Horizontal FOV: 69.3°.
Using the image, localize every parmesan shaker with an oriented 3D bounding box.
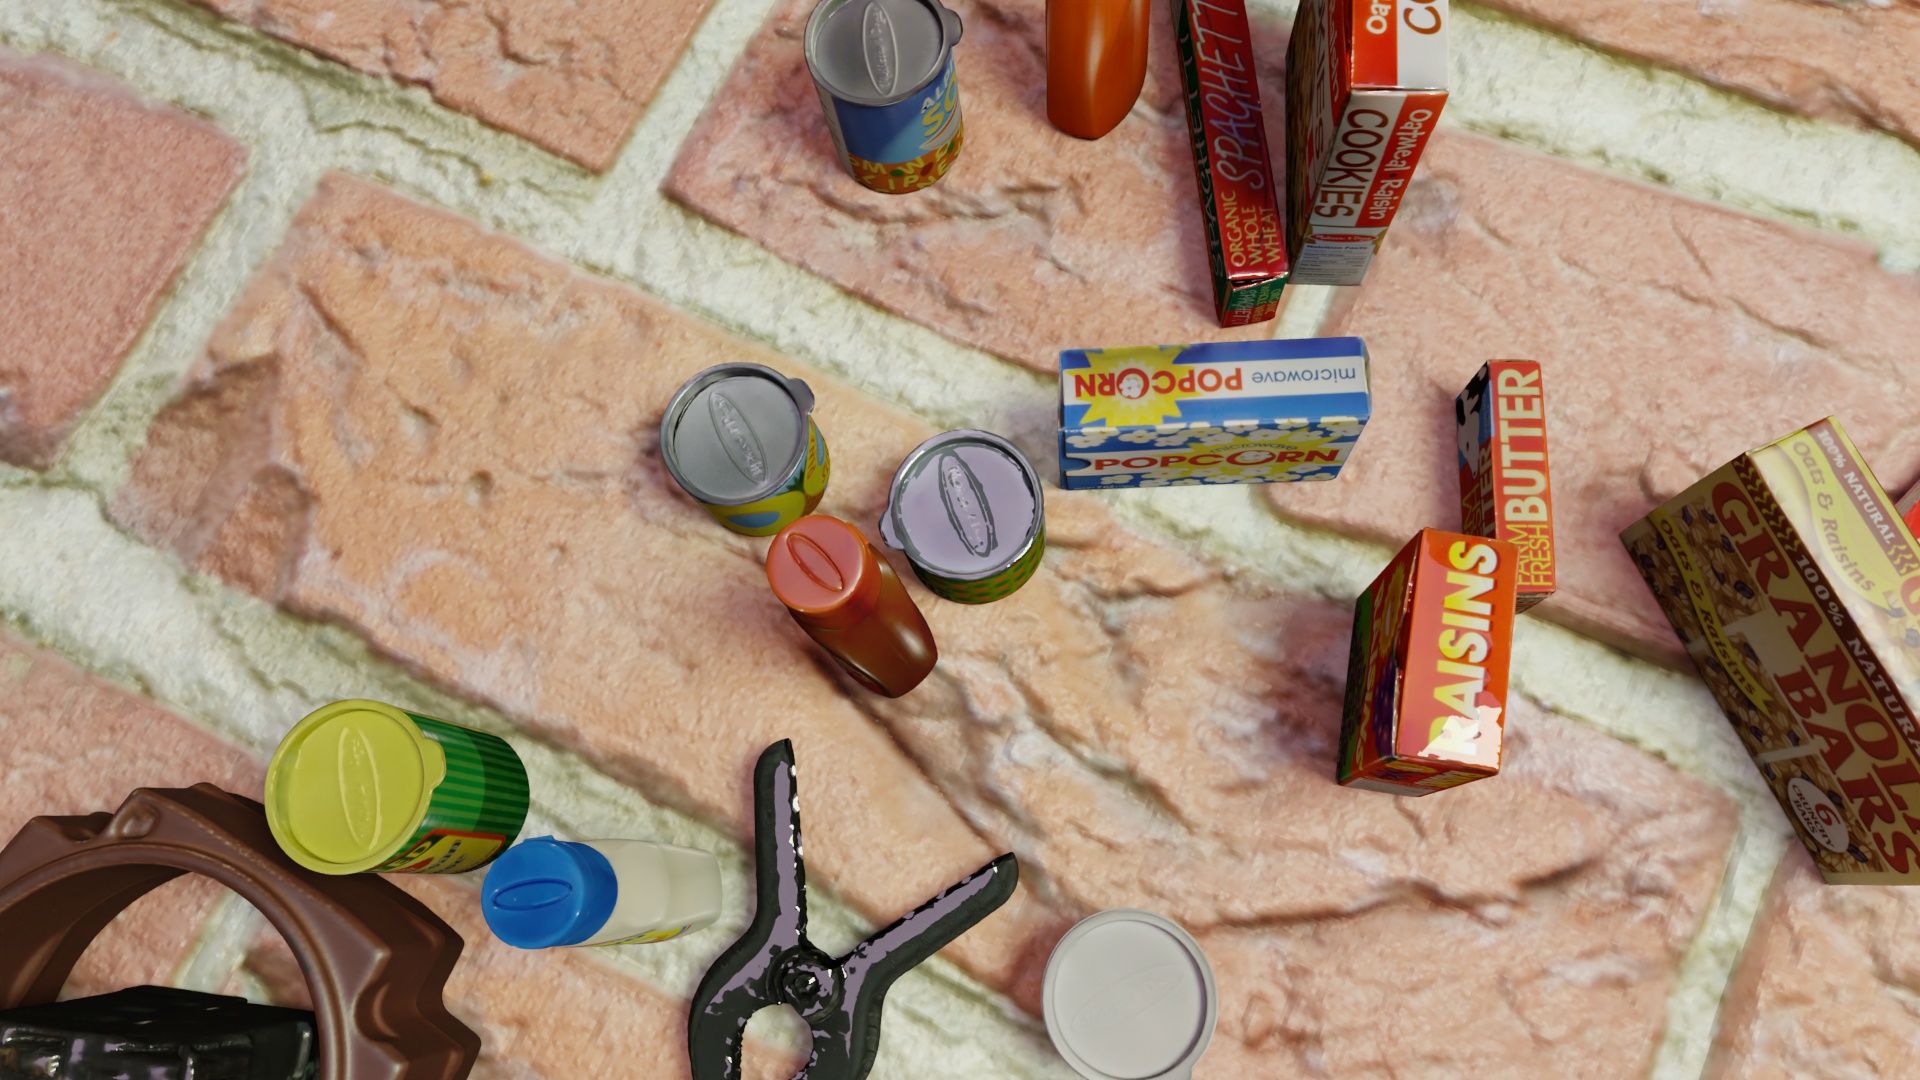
[{"bbox_3d":[-0.226,0.105,0.577,0.071,0.103,0.071,-1,76,5],"label":"parmesan shaker"}]

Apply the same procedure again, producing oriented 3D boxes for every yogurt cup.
[{"bbox_3d":[0.067,0.182,0.557,0.072,0.054,0.072,-1,76,5],"label":"yogurt cup"}]

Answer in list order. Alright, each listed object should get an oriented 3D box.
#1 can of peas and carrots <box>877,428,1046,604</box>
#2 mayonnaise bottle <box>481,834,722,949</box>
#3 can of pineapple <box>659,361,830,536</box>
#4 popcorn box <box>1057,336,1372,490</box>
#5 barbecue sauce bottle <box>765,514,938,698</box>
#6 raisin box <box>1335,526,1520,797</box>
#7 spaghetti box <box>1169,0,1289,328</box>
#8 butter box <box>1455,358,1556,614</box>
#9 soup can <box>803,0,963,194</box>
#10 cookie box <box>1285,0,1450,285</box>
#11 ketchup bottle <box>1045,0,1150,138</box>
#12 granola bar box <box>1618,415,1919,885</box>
[{"bbox_3d":[0.002,-0.008,0.610,0.071,0.058,0.071,-1,76,5],"label":"can of peas and carrots"},{"bbox_3d":[-0.139,0.137,0.538,0.065,0.147,0.041,-9,75,3],"label":"mayonnaise bottle"},{"bbox_3d":[-0.094,-0.040,0.627,0.071,0.057,0.071,-1,76,5],"label":"can of pineapple"},{"bbox_3d":[0.105,-0.053,0.599,0.127,0.085,0.038,-2,76,4],"label":"popcorn box"},{"bbox_3d":[-0.044,0.025,0.559,0.044,0.148,0.065,-43,76,-6],"label":"barbecue sauce bottle"},{"bbox_3d":[0.180,0.052,0.546,0.040,0.123,0.086,10,77,7],"label":"raisin box"},{"bbox_3d":[0.121,-0.225,0.661,0.029,0.050,0.250,-6,75,3],"label":"spaghetti box"},{"bbox_3d":[0.233,-0.021,0.597,0.024,0.053,0.103,1,76,5],"label":"butter box"},{"bbox_3d":[-0.031,-0.212,0.653,0.071,0.083,0.071,-1,76,5],"label":"soup can"},{"bbox_3d":[0.167,-0.199,0.590,0.040,0.167,0.123,2,76,6],"label":"cookie box"},{"bbox_3d":[0.062,-0.243,0.620,0.043,0.148,0.065,25,79,10],"label":"ketchup bottle"},{"bbox_3d":[0.335,0.047,0.534,0.039,0.124,0.166,-24,75,-1],"label":"granola bar box"}]
